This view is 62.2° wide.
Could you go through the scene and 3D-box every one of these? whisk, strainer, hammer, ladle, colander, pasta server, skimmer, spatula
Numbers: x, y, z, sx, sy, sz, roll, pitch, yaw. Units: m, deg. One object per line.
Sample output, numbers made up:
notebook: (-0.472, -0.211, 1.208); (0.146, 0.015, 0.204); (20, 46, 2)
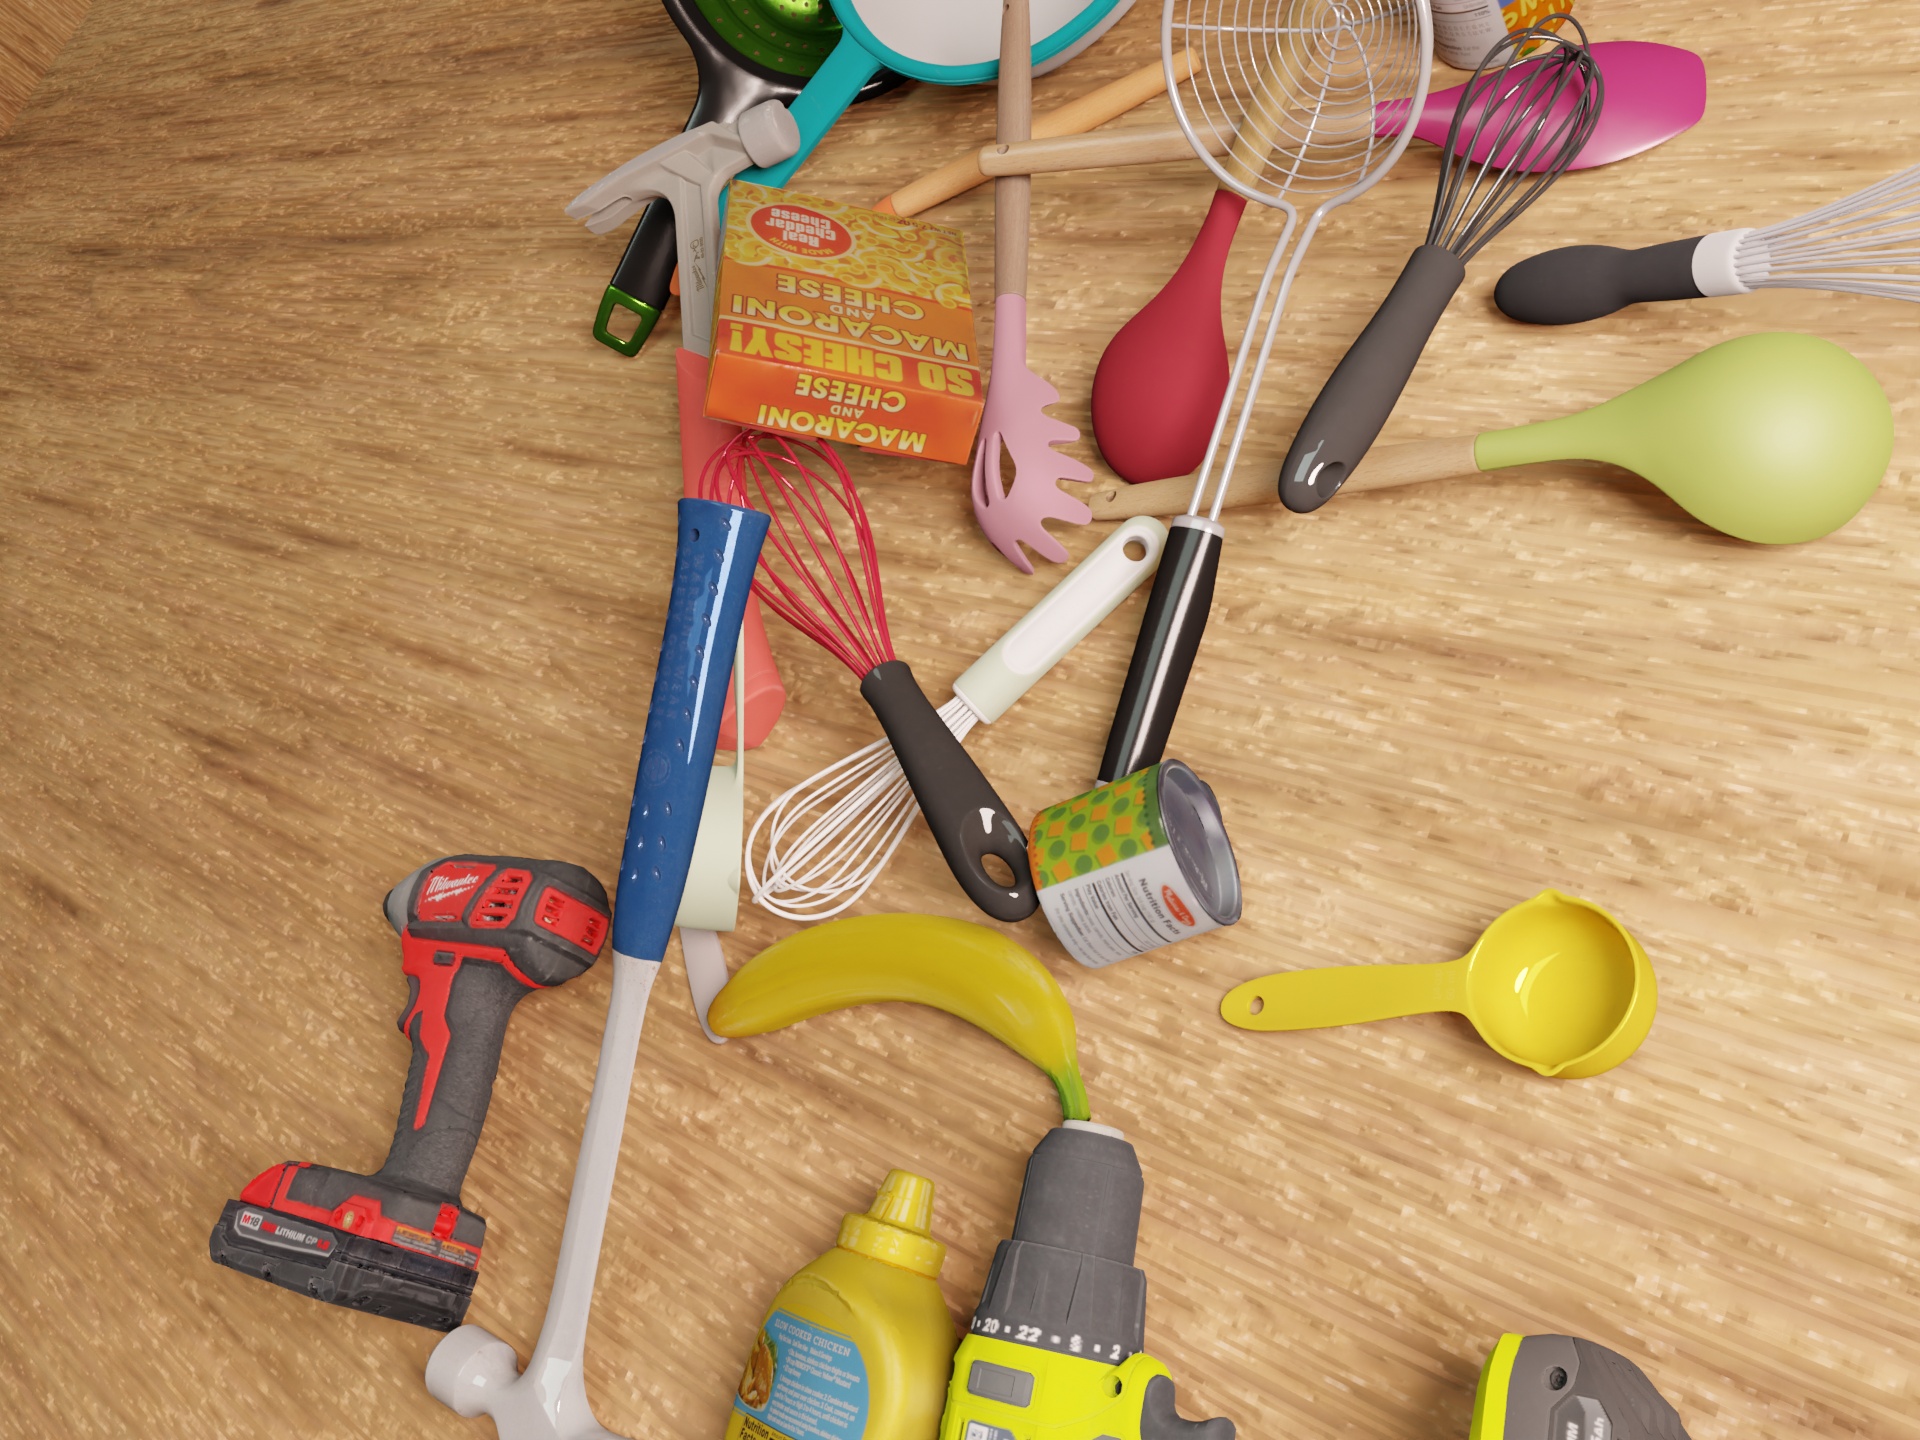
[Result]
whisk: (-0.041, -0.030, 0.682); (0.073, 0.073, 0.296); (-39, 55, 11)
strainer: (-0.009, -0.396, 0.901); (0.340, 0.095, 0.211); (-46, 69, 16)
hammer: (-0.140, -0.155, 0.845); (0.149, 0.036, 0.359); (-17, 68, 26)
ladle: (0.131, -0.254, 0.698); (0.069, 0.031, 0.315); (26, 99, 28)
whisk: (-0.001, -0.002, 0.702); (0.246, 0.059, 0.058); (-43, 87, 2)
colander: (-0.128, -0.414, 0.998); (0.397, 0.204, 0.094); (-61, 11, 12)
pasta server: (0.030, -0.224, 0.773); (0.060, 0.040, 0.316); (-19, 62, 44)
skimmer: (0.095, -0.143, 0.632); (0.127, 0.090, 0.363); (16, 88, 44)
spatula: (-0.020, -0.306, 0.893); (0.322, 0.041, 0.081); (-18, 39, 25)
ladle: (0.187, -0.096, 0.632); (0.320, 0.062, 0.078); (-2, 65, 43)
whisk: (0.287, -0.157, 0.534); (0.070, 0.070, 0.285); (-59, 26, -7)
whisk: (0.188, -0.181, 0.629); (0.055, 0.055, 0.239); (23, 76, 42)
hammer: (-0.132, 0.110, 0.664); (0.144, 0.035, 0.405); (10, 88, 37)

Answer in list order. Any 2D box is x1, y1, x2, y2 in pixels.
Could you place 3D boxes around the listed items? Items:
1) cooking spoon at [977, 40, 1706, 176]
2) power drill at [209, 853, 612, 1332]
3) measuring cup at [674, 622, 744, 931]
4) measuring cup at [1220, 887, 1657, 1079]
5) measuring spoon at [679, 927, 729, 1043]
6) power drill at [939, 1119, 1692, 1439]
cooking spoon: (0.159, -0.266, 0.712); (0.319, 0.017, 0.069); (1, 67, 21)
power drill: (-0.264, 0.168, 0.775); (0.143, 0.078, 0.220); (0, 62, 36)
measuring cup: (-0.117, 0.015, 0.714); (0.083, 0.038, 0.167); (-118, 31, -70)
measuring cup: (0.161, 0.097, 0.548); (0.156, 0.029, 0.062); (-15, 56, 43)
measuring spoon: (-0.129, 0.098, 0.753); (0.034, 0.018, 0.124); (-35, 50, 14)
power drill: (0.091, 0.227, 0.482); (0.228, 0.080, 0.191); (-4, 64, 37)
